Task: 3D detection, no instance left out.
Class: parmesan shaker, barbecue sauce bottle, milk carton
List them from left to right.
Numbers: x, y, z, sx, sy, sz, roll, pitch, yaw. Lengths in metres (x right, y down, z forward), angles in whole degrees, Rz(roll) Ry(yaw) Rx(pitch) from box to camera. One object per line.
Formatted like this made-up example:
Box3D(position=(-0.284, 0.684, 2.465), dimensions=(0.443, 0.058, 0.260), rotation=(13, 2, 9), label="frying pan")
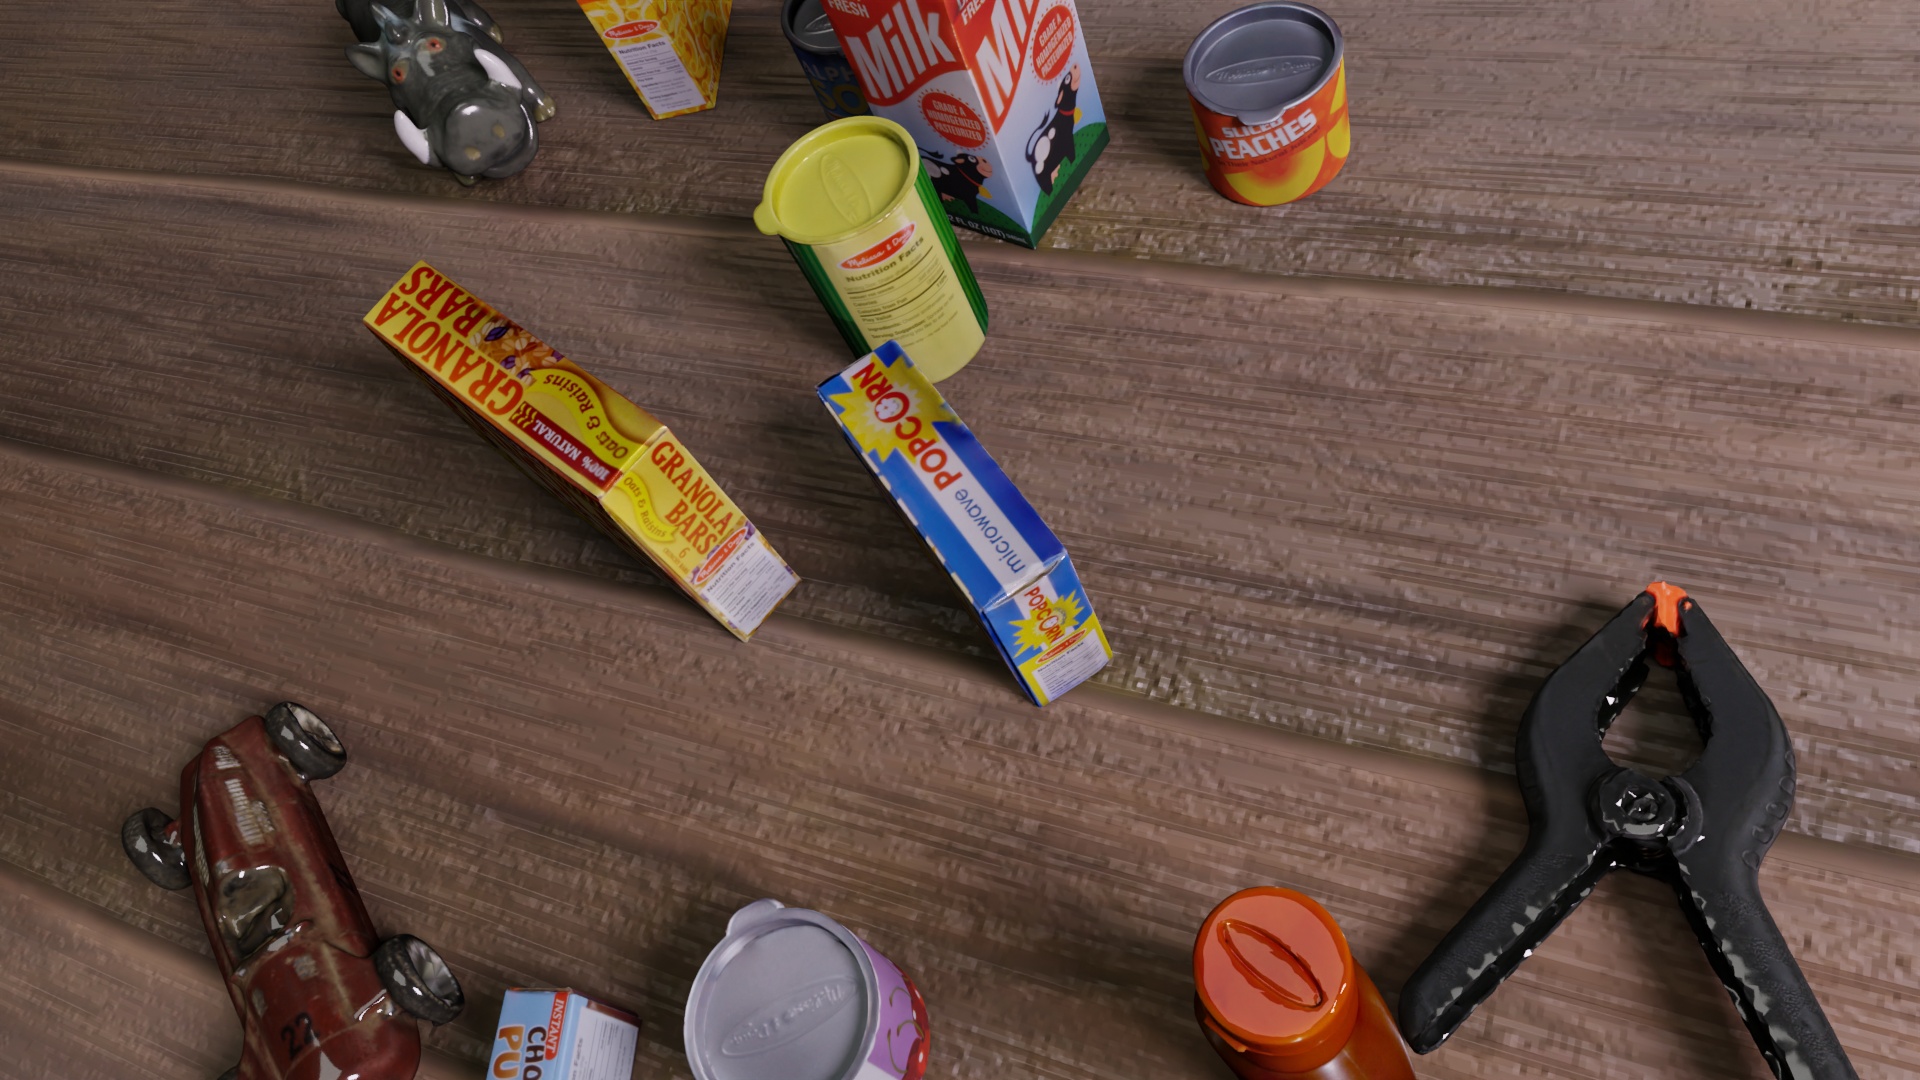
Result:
Box3D(position=(-0.036, -0.119, 0.593), dimensions=(0.071, 0.102, 0.071), rotation=(-8, 59, 15), label="parmesan shaker")
Box3D(position=(-0.001, -0.218, 0.586), dimensions=(0.072, 0.190, 0.073), rotation=(24, 72, 29), label="milk carton")
Box3D(position=(0.091, 0.131, 0.377), dimensions=(0.065, 0.148, 0.044), rotation=(36, 78, 32), label="barbecue sauce bottle")

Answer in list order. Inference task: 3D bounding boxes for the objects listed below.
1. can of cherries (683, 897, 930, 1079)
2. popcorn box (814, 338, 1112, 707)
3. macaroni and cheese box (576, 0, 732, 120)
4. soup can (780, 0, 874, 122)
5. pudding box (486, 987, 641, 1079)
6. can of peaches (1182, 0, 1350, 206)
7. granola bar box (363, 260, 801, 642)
Box3D(position=(-0.049, 0.160, 0.463), dimensions=(0.071, 0.058, 0.072), rotation=(-8, 59, 14), label="can of cherries")
Box3D(position=(0.002, -0.007, 0.526), dimensions=(0.038, 0.085, 0.127), rotation=(-35, 56, -3), label="popcorn box")
Box3D(position=(-0.172, -0.325, 0.721), dimensions=(0.040, 0.166, 0.124), rotation=(-7, 60, 15), label="macaroni and cheese box")
Box3D(position=(-0.040, -0.226, 0.668), dimensions=(0.071, 0.083, 0.071), rotation=(-8, 59, 15), label="soup can")
Box3D(position=(-0.140, 0.201, 0.476), dimensions=(0.030, 0.049, 0.084), rotation=(-6, 60, 16), label="pudding box")
Box3D(position=(0.133, -0.186, 0.601), dimensions=(0.071, 0.058, 0.071), rotation=(-8, 59, 14), label="can of peaches")
Box3D(position=(-0.155, -0.035, 0.573), dimensions=(0.166, 0.123, 0.039), rotation=(32, 76, 31), label="granola bar box")
